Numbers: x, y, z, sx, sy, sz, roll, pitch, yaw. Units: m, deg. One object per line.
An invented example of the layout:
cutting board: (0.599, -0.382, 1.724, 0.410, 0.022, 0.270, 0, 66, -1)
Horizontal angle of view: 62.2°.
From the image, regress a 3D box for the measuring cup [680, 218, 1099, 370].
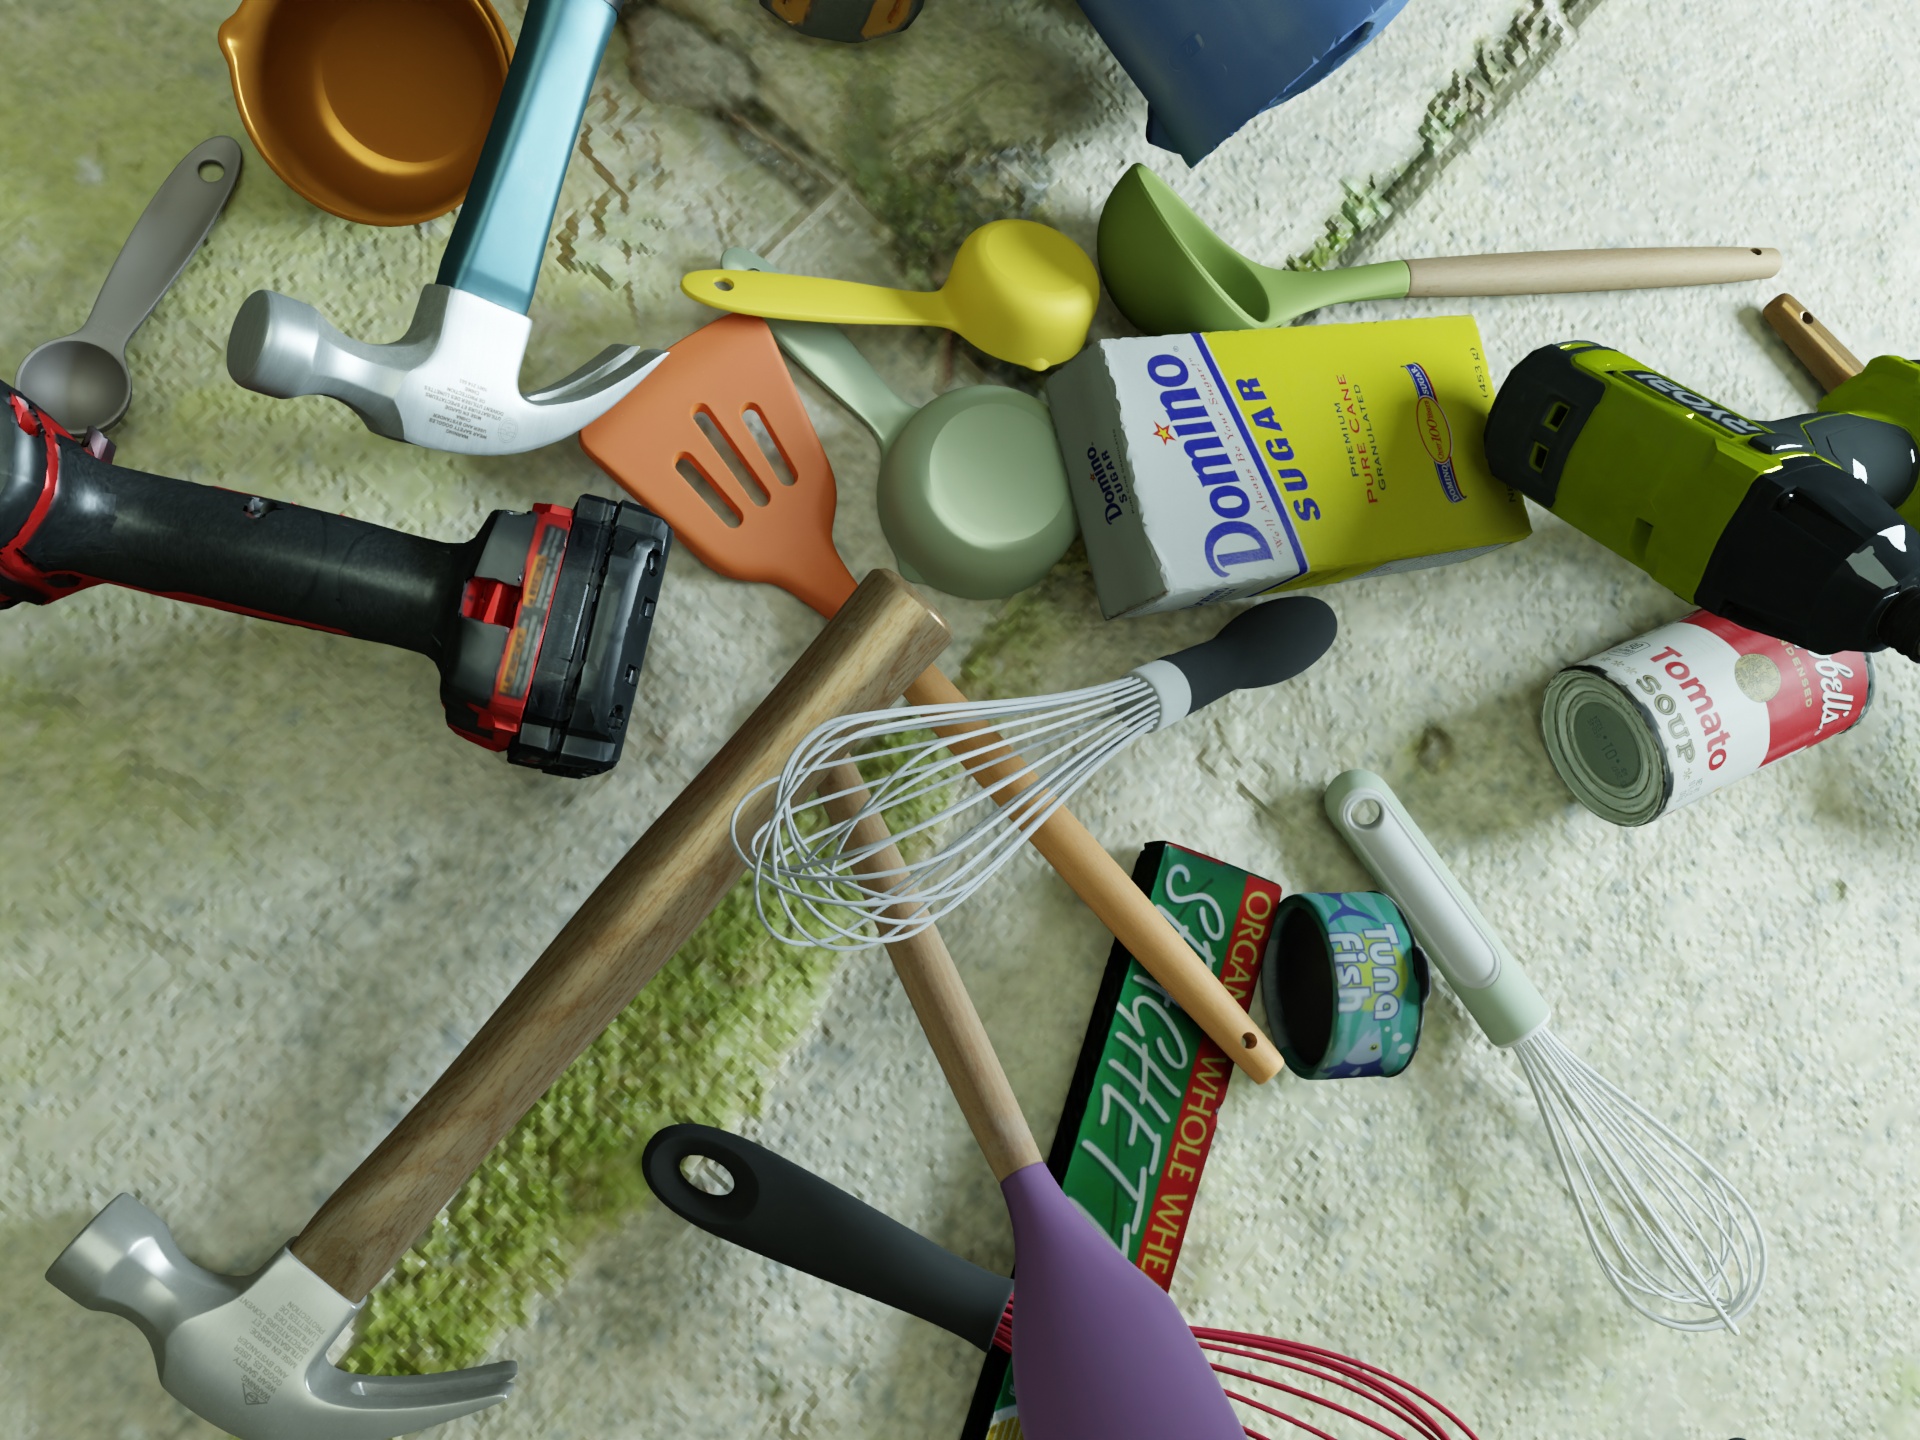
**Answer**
measuring cup: (-0.021, -0.158, 0.567, 0.156, 0.029, 0.062, -3, 56, -24)

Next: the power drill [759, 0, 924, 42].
power drill: (-0.119, -0.356, 0.574, 0.226, 0.084, 0.185, 3, 80, -17)

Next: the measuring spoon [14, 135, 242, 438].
measuring spoon: (-0.275, -0.146, 0.538, 0.034, 0.018, 0.124, 23, 70, -8)

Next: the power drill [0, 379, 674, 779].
power drill: (-0.207, -0.044, 0.476, 0.219, 0.143, 0.078, 14, 82, -17)

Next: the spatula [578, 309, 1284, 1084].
spatula: (-0.001, -0.002, 0.549, 0.081, 0.041, 0.323, -40, 82, -16)

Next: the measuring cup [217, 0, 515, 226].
measuring cup: (-0.178, -0.251, 0.519, 0.095, 0.052, 0.173, 15, 109, -12)

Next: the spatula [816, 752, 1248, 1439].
spatula: (0.006, 0.119, 0.498, 0.060, 0.018, 0.316, -26, 65, -1)

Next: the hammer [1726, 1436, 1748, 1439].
hammer: (0.101, 0.311, 0.524, 0.409, 0.036, 0.149, -10, 103, -18)

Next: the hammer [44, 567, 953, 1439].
hammer: (-0.119, 0.086, 0.504, 0.130, 0.031, 0.331, 42, 83, -6)

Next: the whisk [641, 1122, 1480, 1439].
whisk: (0.030, 0.196, 0.498, 0.296, 0.073, 0.073, 22, 76, 11)

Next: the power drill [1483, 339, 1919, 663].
power drill: (0.324, -0.077, 0.572, 0.223, 0.171, 0.080, -5, 126, -30)

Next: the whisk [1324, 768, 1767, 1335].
whisk: (0.213, 0.121, 0.590, 0.058, 0.059, 0.246, -36, 86, 12)

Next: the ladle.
ladle: (0.203, -0.187, 0.633, 0.320, 0.062, 0.078, -7, 54, -17)

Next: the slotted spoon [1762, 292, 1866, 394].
slotted spoon: (0.457, -0.066, 0.687, 0.314, 0.031, 0.070, 47, 69, -1)

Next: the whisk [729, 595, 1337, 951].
whisk: (0.043, 0.000, 0.520, 0.284, 0.070, 0.070, -23, 87, -41)

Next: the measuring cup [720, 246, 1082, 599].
measuring cup: (-0.022, -0.116, 0.575, 0.167, 0.038, 0.083, 44, 74, -5)

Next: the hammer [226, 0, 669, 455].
hammer: (-0.118, -0.242, 0.501, 0.128, 0.033, 0.331, 16, 93, -46)
